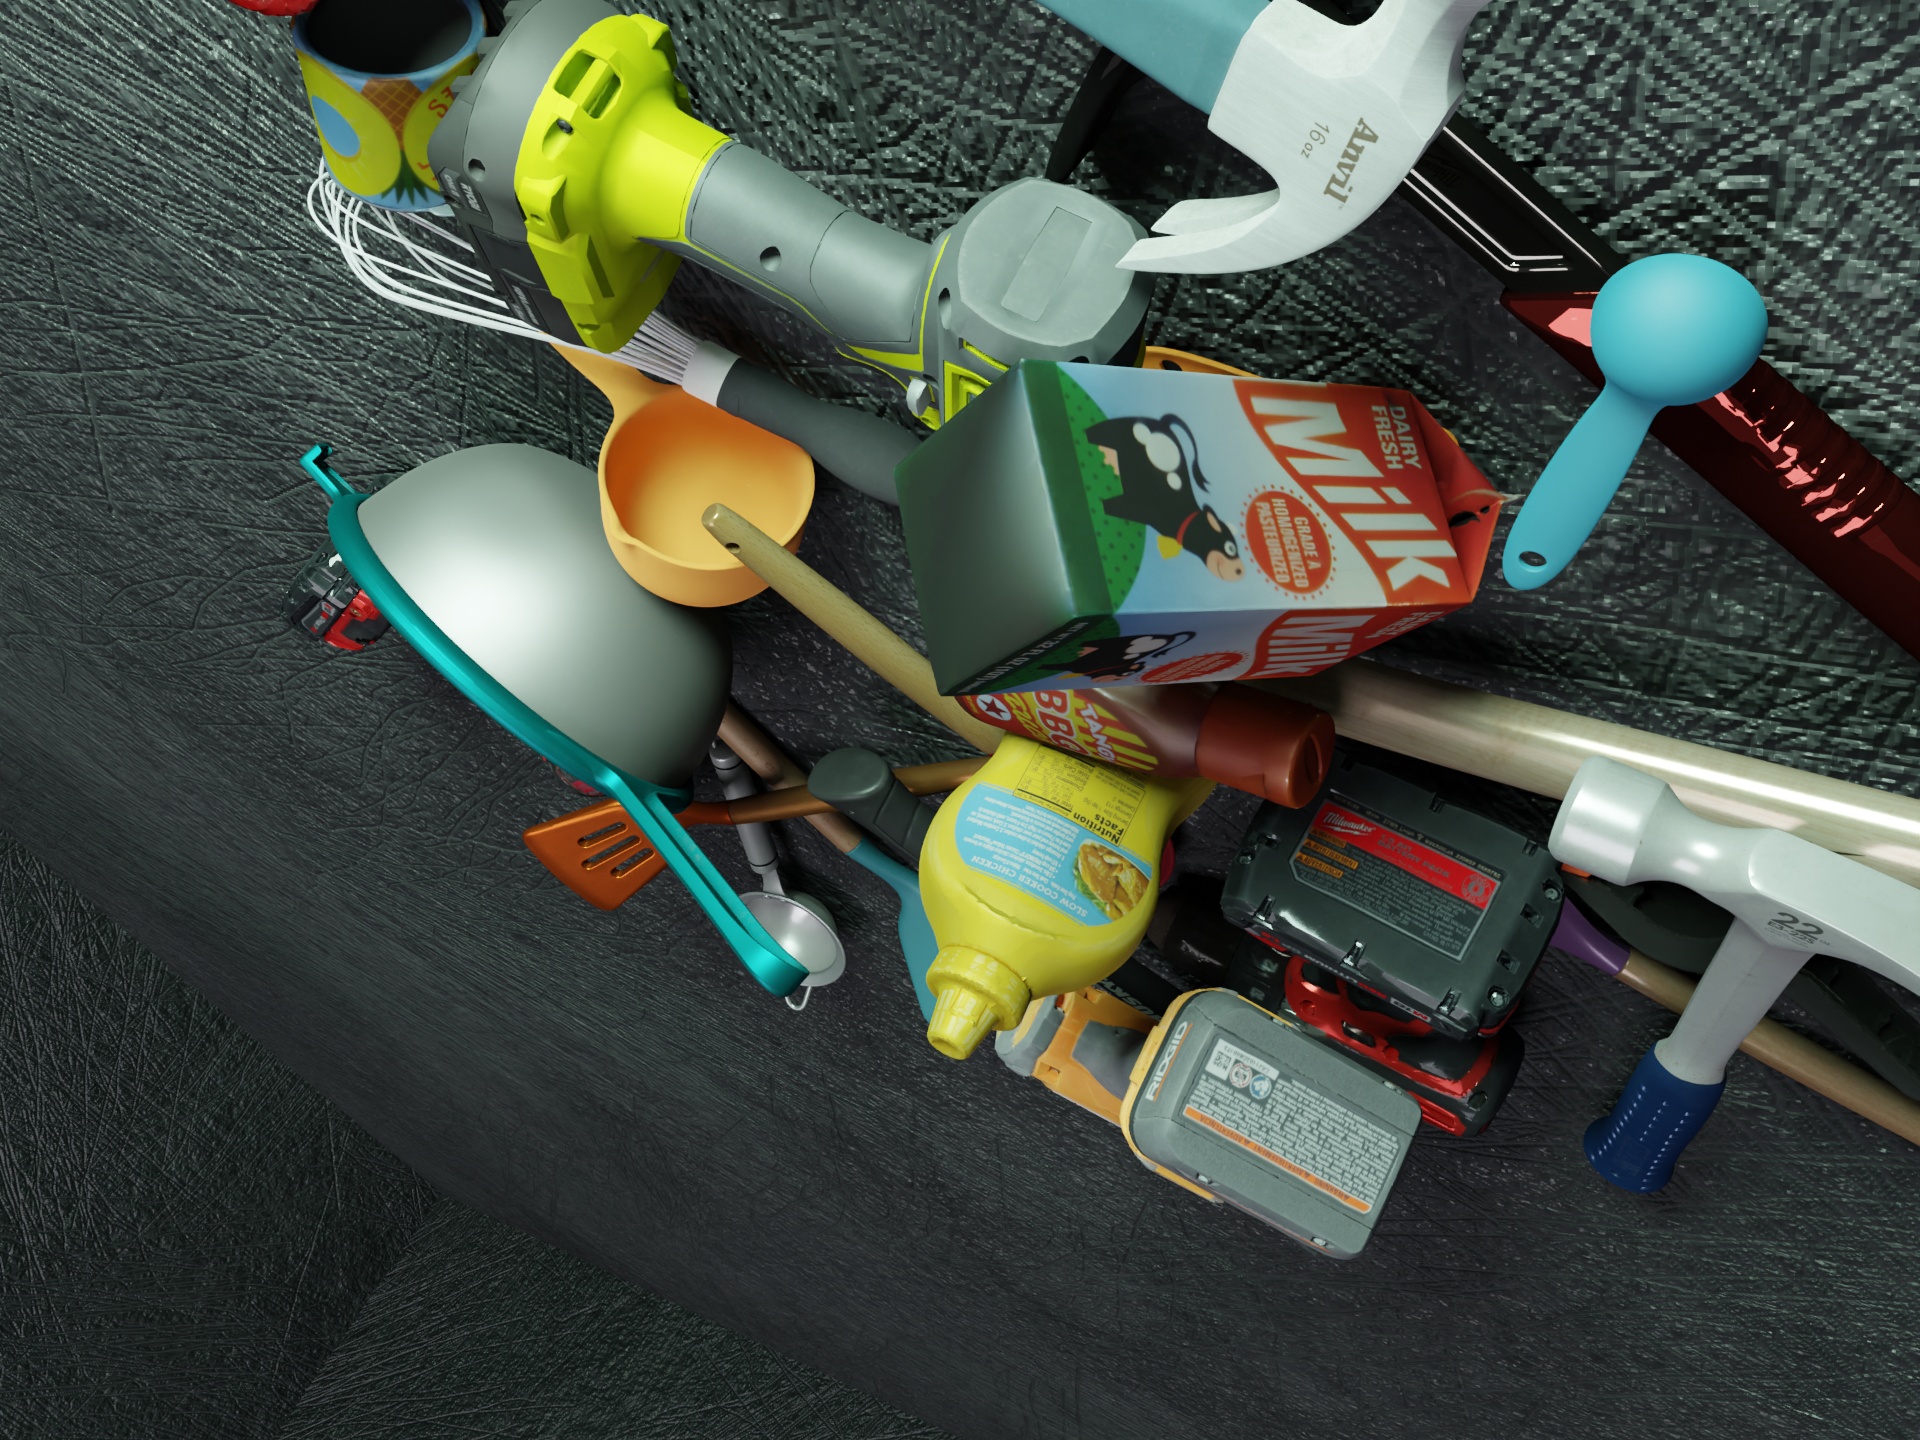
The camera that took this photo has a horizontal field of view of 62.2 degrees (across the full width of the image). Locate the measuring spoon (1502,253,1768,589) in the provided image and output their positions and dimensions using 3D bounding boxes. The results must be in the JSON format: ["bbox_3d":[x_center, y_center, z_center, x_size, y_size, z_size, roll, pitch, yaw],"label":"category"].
[{"bbox_3d":[0.175,-0.071,0.436,0.042,0.021,0.128,26,148,11],"label":"measuring spoon"}]

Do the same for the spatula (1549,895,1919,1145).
[{"bbox_3d":[0.304,0.113,0.672,0.316,0.018,0.059,30,149,5],"label":"spatula"}]

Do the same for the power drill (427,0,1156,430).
[{"bbox_3d":[-0.047,-0.138,0.543,0.228,0.080,0.190,27,167,6],"label":"power drill"}]

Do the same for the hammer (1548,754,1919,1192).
[{"bbox_3d":[0.284,0.130,0.604,0.144,0.035,0.405,25,164,25],"label":"hammer"}]

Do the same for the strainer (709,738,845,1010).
[{"bbox_3d":[-0.120,0.091,1.004,0.087,0.050,0.258,11,139,21],"label":"strainer"}]

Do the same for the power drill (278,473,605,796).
[{"bbox_3d":[-0.270,-0.034,0.916,0.219,0.078,0.143,38,156,-19],"label":"power drill"}]

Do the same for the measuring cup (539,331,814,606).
[{"bbox_3d":[-0.136,-0.121,0.677,0.174,0.095,0.052,46,157,11],"label":"measuring cup"}]

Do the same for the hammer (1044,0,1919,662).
[{"bbox_3d":[0.194,-0.093,0.446,0.359,0.037,0.149,37,150,-9],"label":"hammer"}]

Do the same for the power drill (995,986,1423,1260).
[{"bbox_3d":[0.129,0.189,0.765,0.185,0.084,0.226,31,168,-11],"label":"power drill"}]

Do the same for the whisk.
[{"bbox_3d":[-0.128,-0.153,0.636,0.284,0.070,0.070,27,150,-2],"label":"whisk"}]

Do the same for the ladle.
[{"bbox_3d":[-0.001,-0.002,0.706,0.069,0.031,0.315,-19,139,33],"label":"ladle"}]

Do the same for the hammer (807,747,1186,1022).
[{"bbox_3d":[0.054,0.117,0.854,0.334,0.035,0.146,37,151,-23],"label":"hammer"}]

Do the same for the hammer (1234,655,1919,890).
[{"bbox_3d":[0.187,0.011,0.566,0.411,0.038,0.146,20,152,32],"label":"hammer"}]

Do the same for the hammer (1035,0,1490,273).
[{"bbox_3d":[-0.024,-0.226,0.403,0.331,0.033,0.128,35,149,9],"label":"hammer"}]

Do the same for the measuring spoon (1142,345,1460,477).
[{"bbox_3d":[0.111,-0.106,0.530,0.117,0.011,0.021,23,152,21],"label":"measuring spoon"}]

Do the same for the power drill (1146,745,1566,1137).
[{"bbox_3d":[0.163,0.098,0.705,0.188,0.080,0.226,27,161,22],"label":"power drill"}]

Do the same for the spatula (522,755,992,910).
[{"bbox_3d":[-0.110,0.055,0.885,0.322,0.041,0.081,-11,132,35],"label":"spatula"}]

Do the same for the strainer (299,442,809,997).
[{"bbox_3d":[-0.141,-0.023,0.705,0.341,0.095,0.210,45,-176,35],"label":"strainer"}]

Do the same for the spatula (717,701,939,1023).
[{"bbox_3d":[-0.082,0.062,0.921,0.082,0.044,0.317,-22,121,43],"label":"spatula"}]
